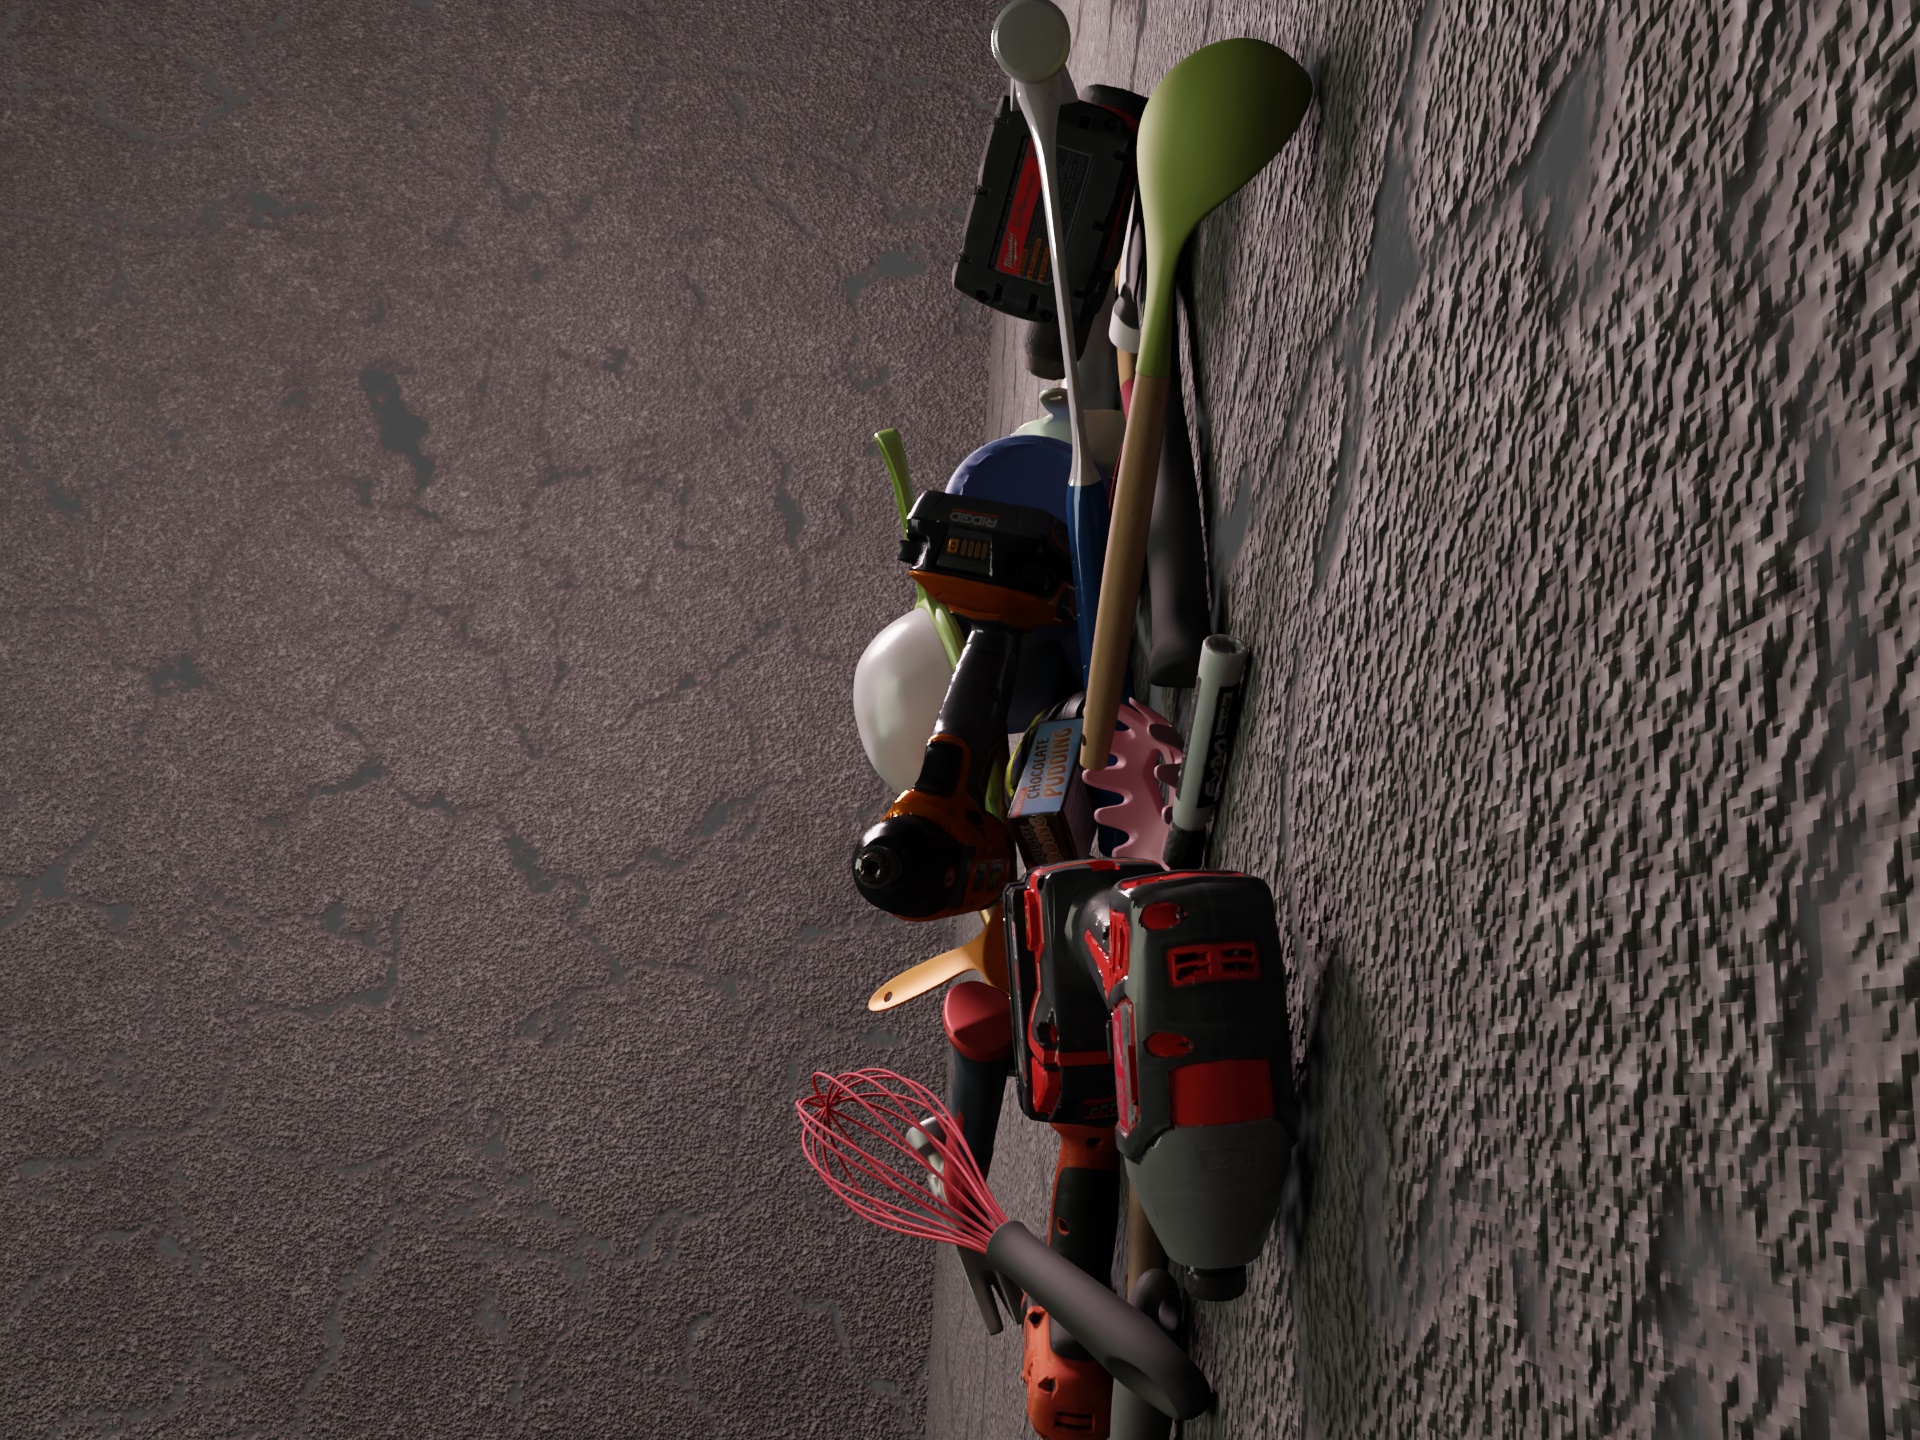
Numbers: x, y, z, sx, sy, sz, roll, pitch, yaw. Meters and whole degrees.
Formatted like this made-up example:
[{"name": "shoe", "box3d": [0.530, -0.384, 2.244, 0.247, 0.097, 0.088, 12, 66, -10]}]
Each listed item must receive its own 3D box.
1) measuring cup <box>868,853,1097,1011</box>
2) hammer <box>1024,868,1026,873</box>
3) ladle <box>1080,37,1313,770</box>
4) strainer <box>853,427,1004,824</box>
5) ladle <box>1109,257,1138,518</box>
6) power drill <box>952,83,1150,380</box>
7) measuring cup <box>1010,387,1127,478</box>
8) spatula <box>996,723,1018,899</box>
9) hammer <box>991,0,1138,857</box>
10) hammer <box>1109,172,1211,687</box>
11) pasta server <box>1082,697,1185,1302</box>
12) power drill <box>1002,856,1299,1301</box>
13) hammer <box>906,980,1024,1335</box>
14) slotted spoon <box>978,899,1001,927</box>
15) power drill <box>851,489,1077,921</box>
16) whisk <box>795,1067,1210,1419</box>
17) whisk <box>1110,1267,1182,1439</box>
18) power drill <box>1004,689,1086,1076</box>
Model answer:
[{"name": "measuring cup", "box3d": [0.028, 0.137, 0.861, 0.173, 0.052, 0.095, -29, 36, 31]}, {"name": "hammer", "box3d": [0.073, 0.003, 1.270, 0.146, 0.038, 0.410, -94, 8, -82]}, {"name": "ladle", "box3d": [0.091, -0.123, 0.689, 0.078, 0.062, 0.320, -124, 36, -59]}, {"name": "strainer", "box3d": [-0.040, -0.049, 0.989, 0.152, 0.069, 0.256, -131, 26, -68]}, {"name": "ladle", "box3d": [0.106, -0.222, 1.000, 0.069, 0.031, 0.316, 86, -174, -46]}, {"name": "power drill", "box3d": [0.062, -0.291, 0.969, 0.227, 0.080, 0.187, -55, -17, -67]}, {"name": "measuring cup", "box3d": [0.069, -0.177, 1.003, 0.167, 0.083, 0.038, 0, -98, -81]}, {"name": "spatula", "box3d": [0.042, 0.133, 1.132, 0.081, 0.041, 0.322, -89, -5, -65]}, {"name": "hammer", "box3d": [0.061, -0.130, 0.787, 0.144, 0.035, 0.405, -74, -24, -74]}, {"name": "hammer", "box3d": [0.106, -0.154, 0.811, 0.146, 0.035, 0.335, 96, 176, -53]}, {"name": "pasta server", "box3d": [0.085, 0.148, 0.754, 0.060, 0.040, 0.316, -6, 80, 59]}, {"name": "power drill", "box3d": [0.073, 0.124, 0.617, 0.219, 0.078, 0.143, 170, 96, -83]}, {"name": "hammer", "box3d": [0.012, 0.249, 0.904, 0.386, 0.038, 0.143, 94, 154, -61]}, {"name": "slotted spoon", "box3d": [0.022, 0.132, 1.087, 0.070, 0.031, 0.314, 103, 148, -52]}, {"name": "power drill", "box3d": [-0.001, -0.003, 0.855, 0.164, 0.084, 0.226, 8, -86, -72]}, {"name": "whisk", "box3d": [0.010, 0.235, 0.743, 0.296, 0.073, 0.073, 22, 111, 52]}, {"name": "whisk", "box3d": [0.069, 0.358, 0.694, 0.055, 0.055, 0.239, 166, 112, -87]}, {"name": "power drill", "box3d": [0.061, 0.099, 0.962, 0.190, 0.080, 0.229, 115, 162, -74]}]
